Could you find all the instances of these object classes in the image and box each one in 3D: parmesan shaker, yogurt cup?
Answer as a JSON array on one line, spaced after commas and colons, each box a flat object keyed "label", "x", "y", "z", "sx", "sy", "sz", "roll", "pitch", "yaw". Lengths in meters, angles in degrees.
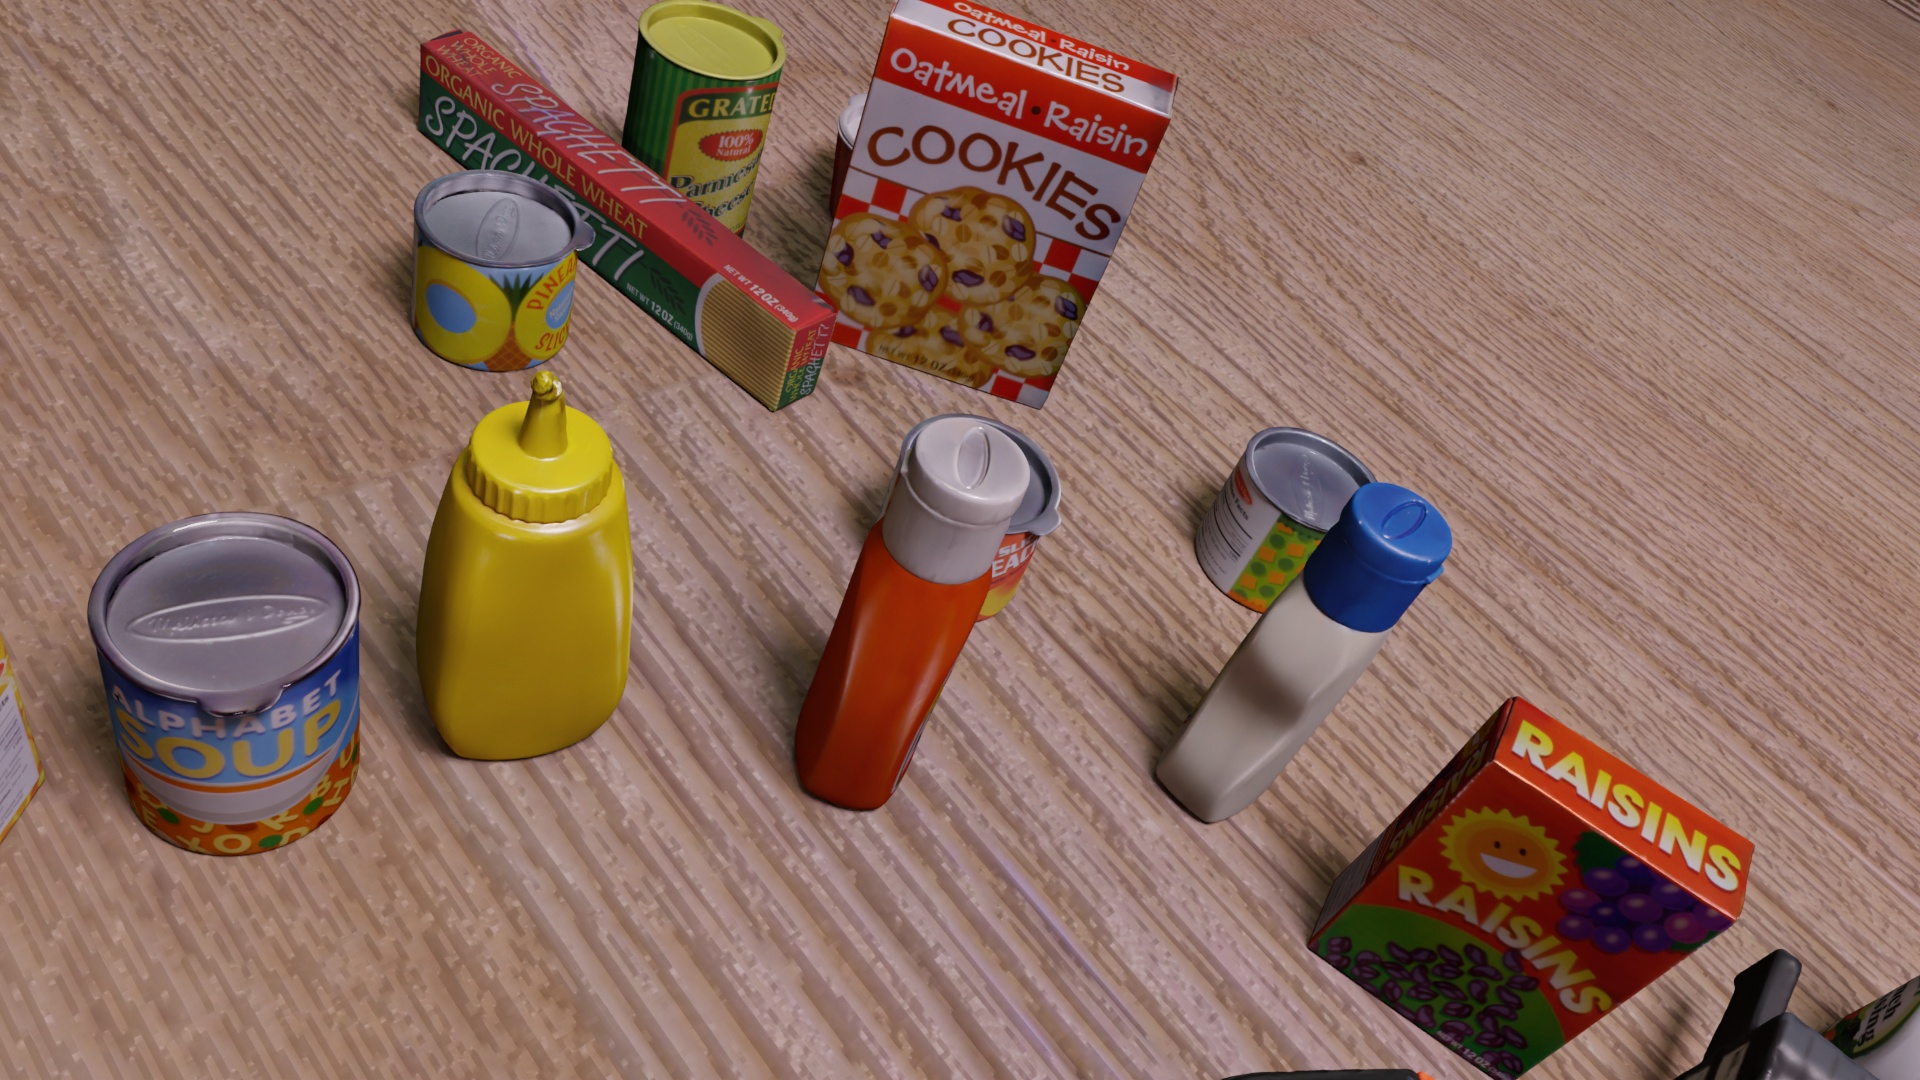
[{"label": "parmesan shaker", "x": -0.124, "y": -0.194, "z": 0.661, "sx": 0.071, "sy": 0.102, "sz": 0.072, "roll": 12, "pitch": 44, "yaw": -12}, {"label": "yogurt cup", "x": -0.037, "y": -0.191, "z": 0.731, "sx": 0.072, "sy": 0.053, "sz": 0.073, "roll": 12, "pitch": 44, "yaw": -12}]

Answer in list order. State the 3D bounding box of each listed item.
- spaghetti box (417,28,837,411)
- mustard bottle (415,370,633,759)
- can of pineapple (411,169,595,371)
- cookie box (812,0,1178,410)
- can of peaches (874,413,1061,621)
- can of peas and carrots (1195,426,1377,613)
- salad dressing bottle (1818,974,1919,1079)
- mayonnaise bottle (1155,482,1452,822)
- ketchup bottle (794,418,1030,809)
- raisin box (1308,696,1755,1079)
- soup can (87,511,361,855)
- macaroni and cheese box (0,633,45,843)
[{"label": "spaghetti box", "x": -0.161, "y": -0.152, "z": 0.644, "sx": 0.250, "sy": 0.049, "sz": 0.029, "roll": 38, "pitch": 45, "yaw": 16}, {"label": "mustard bottle", "x": -0.130, "y": 0.006, "z": 0.423, "sx": 0.065, "sy": 0.159, "sz": 0.049, "roll": -7, "pitch": 51, "yaw": -28}, {"label": "can of pineapple", "x": -0.194, "y": -0.113, "z": 0.585, "sx": 0.071, "sy": 0.057, "sz": 0.071, "roll": 12, "pitch": 44, "yaw": -12}, {"label": "cookie box", "x": 0.008, "y": -0.149, "z": 0.627, "sx": 0.123, "sy": 0.166, "sz": 0.040, "roll": 18, "pitch": 43, "yaw": -6}, {"label": "can of peaches", "x": 0.002, "y": -0.007, "z": 0.564, "sx": 0.071, "sy": 0.057, "sz": 0.071, "roll": 12, "pitch": 44, "yaw": -12}, {"label": "can of peas and carrots", "x": 0.149, "y": -0.008, "z": 0.626, "sx": 0.071, "sy": 0.058, "sz": 0.071, "roll": 12, "pitch": 44, "yaw": -12}, {"label": "salad dressing bottle", "x": 0.363, "y": 0.164, "z": 0.484, "sx": 0.064, "sy": 0.146, "sz": 0.044, "roll": -18, "pitch": 57, "yaw": -35}, {"label": "mayonnaise bottle", "x": 0.123, "y": 0.042, "z": 0.502, "sx": 0.041, "sy": 0.147, "sz": 0.065, "roll": 42, "pitch": 46, "yaw": 19}, {"label": "ketchup bottle", "x": -0.018, "y": 0.025, "z": 0.459, "sx": 0.043, "sy": 0.148, "sz": 0.065, "roll": 17, "pitch": 44, "yaw": -7}, {"label": "raisin box", "x": 0.187, "y": 0.121, "z": 0.470, "sx": 0.086, "sy": 0.122, "sz": 0.040, "roll": 34, "pitch": 44, "yaw": 12}, {"label": "soup can", "x": -0.211, "y": 0.045, "z": 0.405, "sx": 0.071, "sy": 0.083, "sz": 0.072, "roll": 12, "pitch": 44, "yaw": -12}, {"label": "macaroni and cheese box", "x": -0.309, "y": 0.012, "z": 0.337, "sx": 0.124, "sy": 0.165, "sz": 0.040, "roll": 16, "pitch": 44, "yaw": -8}]
